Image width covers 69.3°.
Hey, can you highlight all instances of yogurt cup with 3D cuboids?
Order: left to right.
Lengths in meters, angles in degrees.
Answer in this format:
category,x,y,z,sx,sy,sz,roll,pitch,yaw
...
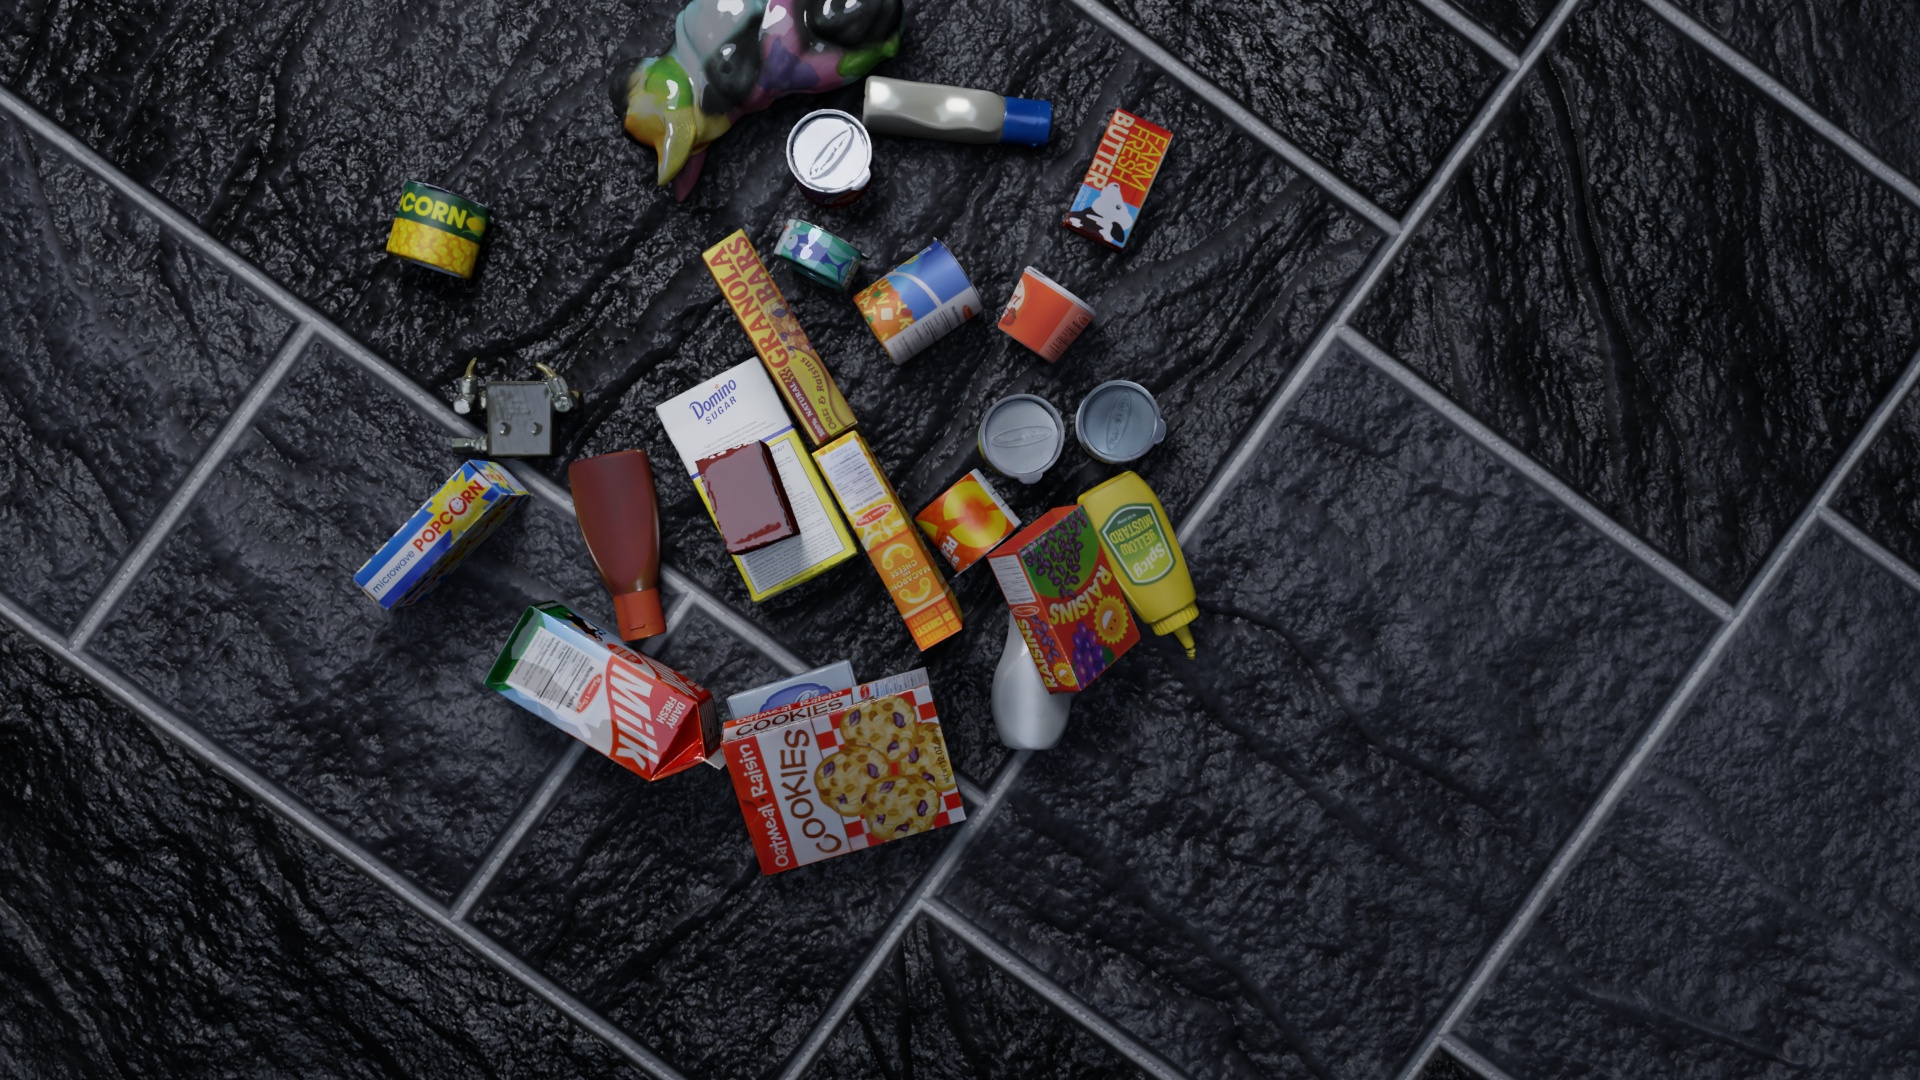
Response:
category,x,y,z,sx,sy,sz,roll,pitch,yaw
yogurt cup,0.066,-0.178,1.107,0.072,0.072,0.054,34,98,-2

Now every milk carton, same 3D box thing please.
category,x,y,z,sx,sy,sz,roll,pitch,yaw
milk carton,-0.266,0.127,1.093,0.190,0.072,0.073,31,90,0

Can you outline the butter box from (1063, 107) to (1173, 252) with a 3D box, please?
category,x,y,z,sx,sy,sz,roll,pitch,yaw
butter box,0.128,-0.292,1.127,0.053,0.024,0.103,24,90,-2

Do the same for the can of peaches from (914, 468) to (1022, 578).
category,x,y,z,sx,sy,sz,roll,pitch,yaw
can of peaches,0.004,-0.014,1.102,0.071,0.071,0.058,-39,91,-1

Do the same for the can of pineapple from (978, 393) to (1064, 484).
category,x,y,z,sx,sy,sz,roll,pitch,yaw
can of pineapple,0.047,-0.080,1.108,0.071,0.058,0.071,0,90,-1

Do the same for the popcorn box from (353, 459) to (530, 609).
category,x,y,z,sx,sy,sz,roll,pitch,yaw
popcorn box,-0.402,-0.005,1.082,0.038,0.085,0.127,44,89,-3

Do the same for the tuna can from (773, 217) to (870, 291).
category,x,y,z,sx,sy,sz,roll,pitch,yaw
tuna can,-0.110,-0.225,1.099,0.071,0.071,0.033,26,91,-2

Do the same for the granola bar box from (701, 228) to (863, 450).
category,x,y,z,sx,sy,sz,roll,pitch,yaw
granola bar box,-0.135,-0.147,1.070,0.039,0.124,0.165,-31,91,-2

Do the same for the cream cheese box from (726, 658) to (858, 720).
category,x,y,z,sx,sy,sz,roll,pitch,yaw
cream cheese box,-0.131,0.136,1.120,0.104,0.024,0.053,-17,90,-2

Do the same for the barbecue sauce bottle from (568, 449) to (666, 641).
category,x,y,z,sx,sy,sz,roll,pitch,yaw
barbecue sauce bottle,-0.267,0.005,1.107,0.065,0.043,0.148,-12,91,-1

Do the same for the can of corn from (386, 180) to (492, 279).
category,x,y,z,sx,sy,sz,roll,pitch,yaw
can of corn,-0.409,-0.243,1.088,0.071,0.071,0.058,17,91,-2

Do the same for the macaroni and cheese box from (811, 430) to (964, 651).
category,x,y,z,sx,sy,sz,roll,pitch,yaw
macaroni and cheese box,-0.053,-0.001,1.073,0.040,0.124,0.166,-29,91,0

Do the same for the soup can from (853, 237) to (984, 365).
category,x,y,z,sx,sy,sz,roll,pitch,yaw
soup can,-0.035,-0.190,1.102,0.084,0.071,0.071,-34,91,-1

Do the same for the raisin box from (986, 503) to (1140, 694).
category,x,y,z,sx,sy,sz,roll,pitch,yaw
raisin box,0.081,0.046,1.084,0.086,0.040,0.123,-35,106,-39

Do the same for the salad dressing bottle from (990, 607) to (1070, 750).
category,x,y,z,sx,sy,sz,roll,pitch,yaw
salad dressing bottle,0.057,0.092,1.117,0.064,0.044,0.147,1,89,-8

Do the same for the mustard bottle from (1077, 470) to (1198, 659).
category,x,y,z,sx,sy,sz,roll,pitch,yaw
mustard bottle,0.153,0.024,1.116,0.065,0.049,0.160,-29,91,1

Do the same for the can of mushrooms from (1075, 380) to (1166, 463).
category,x,y,z,sx,sy,sz,roll,pitch,yaw
can of mushrooms,0.129,-0.094,1.123,0.071,0.033,0.071,0,90,-2

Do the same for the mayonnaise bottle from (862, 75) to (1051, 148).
category,x,y,z,sx,sy,sz,roll,pitch,yaw
mayonnaise bottle,-0.003,-0.340,1.106,0.148,0.065,0.041,4,93,-6

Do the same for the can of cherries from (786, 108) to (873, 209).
category,x,y,z,sx,sy,sz,roll,pitch,yaw
can of cherries,-0.101,-0.299,1.103,0.071,0.058,0.071,0,90,-2

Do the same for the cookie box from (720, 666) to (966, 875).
category,x,y,z,sx,sy,sz,roll,pitch,yaw
cookie box,-0.092,0.183,1.097,0.167,0.040,0.122,-15,108,-2
